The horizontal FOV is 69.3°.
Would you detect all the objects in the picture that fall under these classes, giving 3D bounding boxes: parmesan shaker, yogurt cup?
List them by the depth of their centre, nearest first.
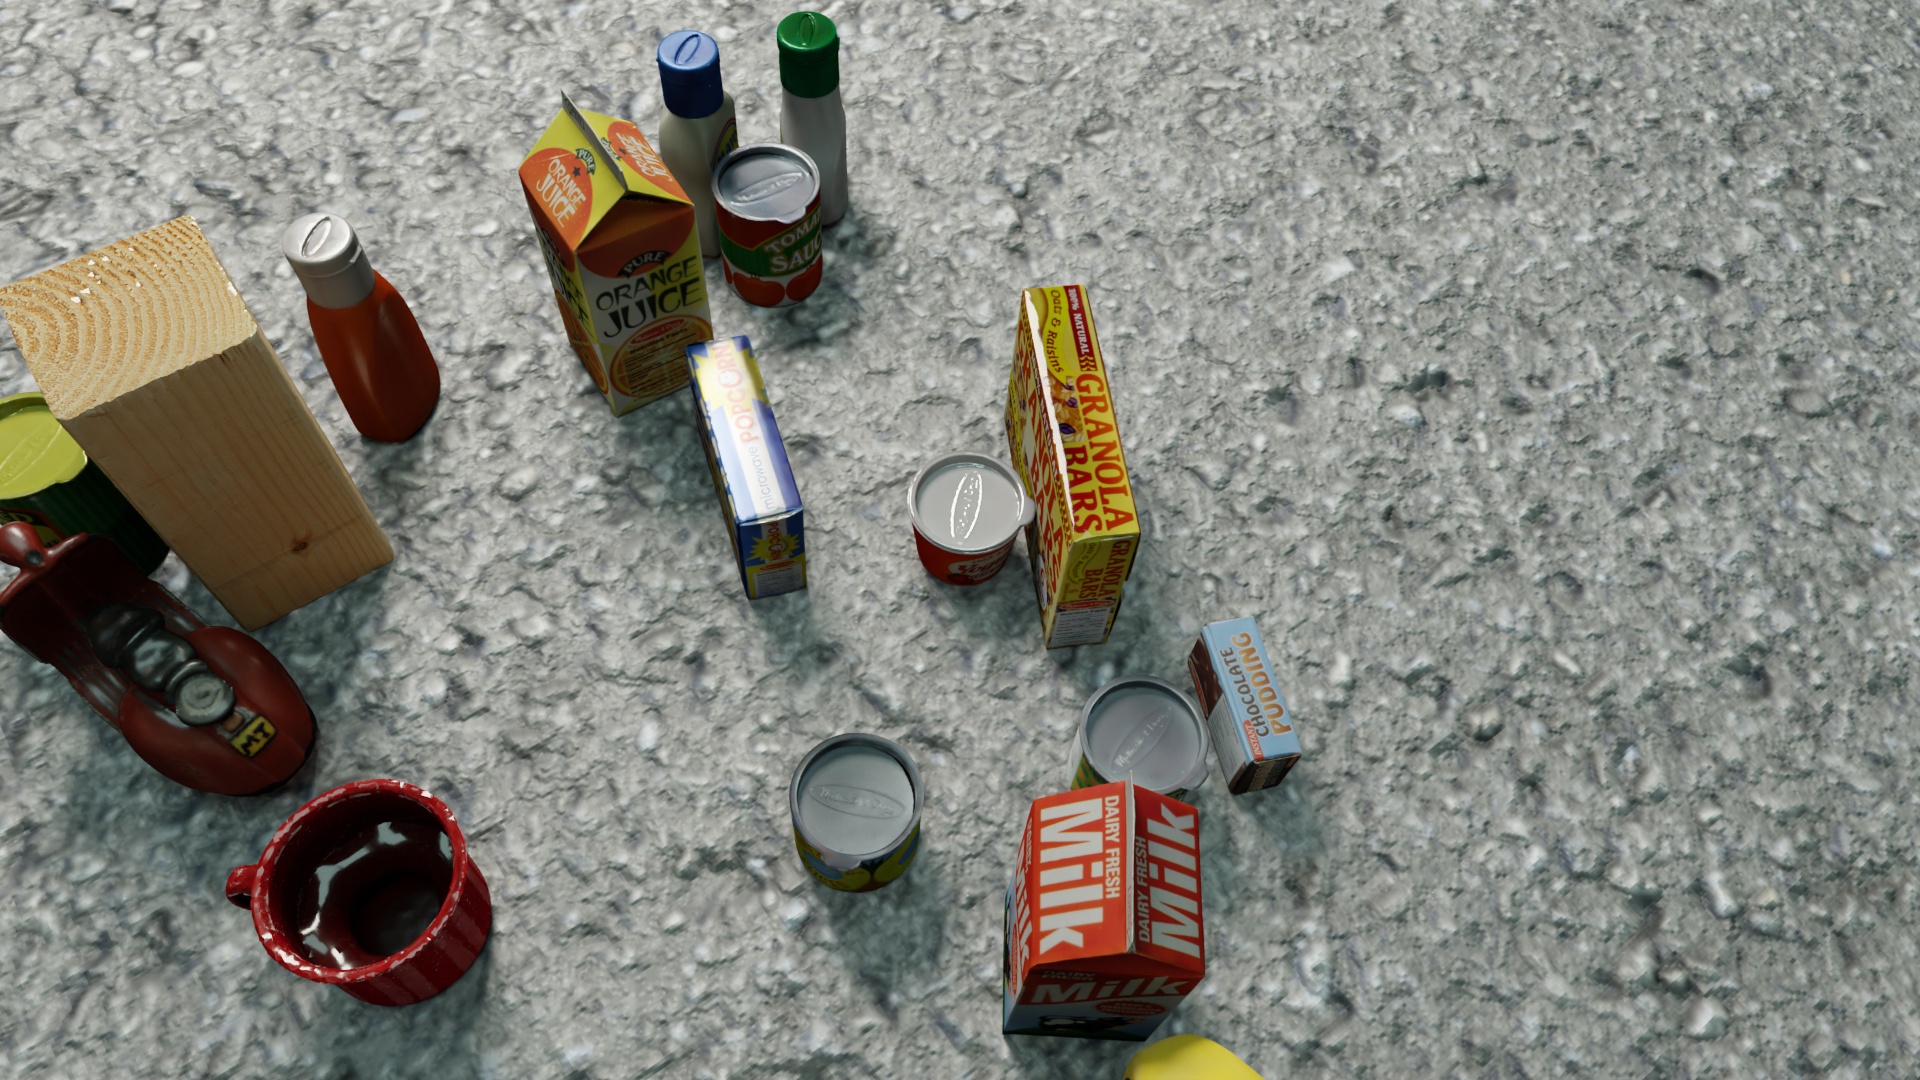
[{"bbox_3d":[-0.476,-0.022,0.744,0.071,0.102,0.071,2,59,-3],"label":"parmesan shaker"},{"bbox_3d":[0.003,-0.010,0.796,0.072,0.053,0.073,2,59,-3],"label":"yogurt cup"}]

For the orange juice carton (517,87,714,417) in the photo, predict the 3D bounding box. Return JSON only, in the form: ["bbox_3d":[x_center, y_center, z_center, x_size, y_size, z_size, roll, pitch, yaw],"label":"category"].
[{"bbox_3d":[-0.195,-0.164,0.795,0.073,0.191,0.072,-28,65,-18],"label":"orange juice carton"}]

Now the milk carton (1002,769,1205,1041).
[{"bbox_3d":[0.062,0.167,0.615,0.073,0.189,0.072,3,59,-2],"label":"milk carton"}]

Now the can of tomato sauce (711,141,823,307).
[{"bbox_3d":[-0.120,-0.198,0.884,0.071,0.082,0.071,2,59,-3],"label":"can of tomato sauce"}]

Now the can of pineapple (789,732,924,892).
[{"bbox_3d":[-0.053,0.140,0.701,0.071,0.057,0.071,2,59,-3],"label":"can of pineapple"}]

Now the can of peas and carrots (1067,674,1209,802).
[{"bbox_3d":[0.093,0.113,0.726,0.071,0.058,0.071,2,59,-3],"label":"can of peas and carrots"}]

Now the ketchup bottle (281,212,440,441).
[{"bbox_3d":[-0.338,-0.121,0.785,0.043,0.148,0.065,11,59,3],"label":"ketchup bottle"}]

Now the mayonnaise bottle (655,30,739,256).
[{"bbox_3d":[-0.163,-0.249,0.874,0.041,0.147,0.065,17,60,6],"label":"mayonnaise bottle"}]

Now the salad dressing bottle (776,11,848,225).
[{"bbox_3d":[-0.095,-0.268,0.890,0.044,0.147,0.064,1,59,-3],"label":"salad dressing bottle"}]

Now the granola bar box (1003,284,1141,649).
[{"bbox_3d":[0.059,-0.041,0.778,0.039,0.123,0.166,-5,60,-6],"label":"granola bar box"}]

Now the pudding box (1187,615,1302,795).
[{"bbox_3d":[0.152,0.088,0.750,0.030,0.049,0.084,-9,60,-9],"label":"pudding box"}]

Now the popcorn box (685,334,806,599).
[{"bbox_3d":[-0.121,-0.041,0.789,0.038,0.084,0.127,-15,61,-12],"label":"popcorn box"}]
